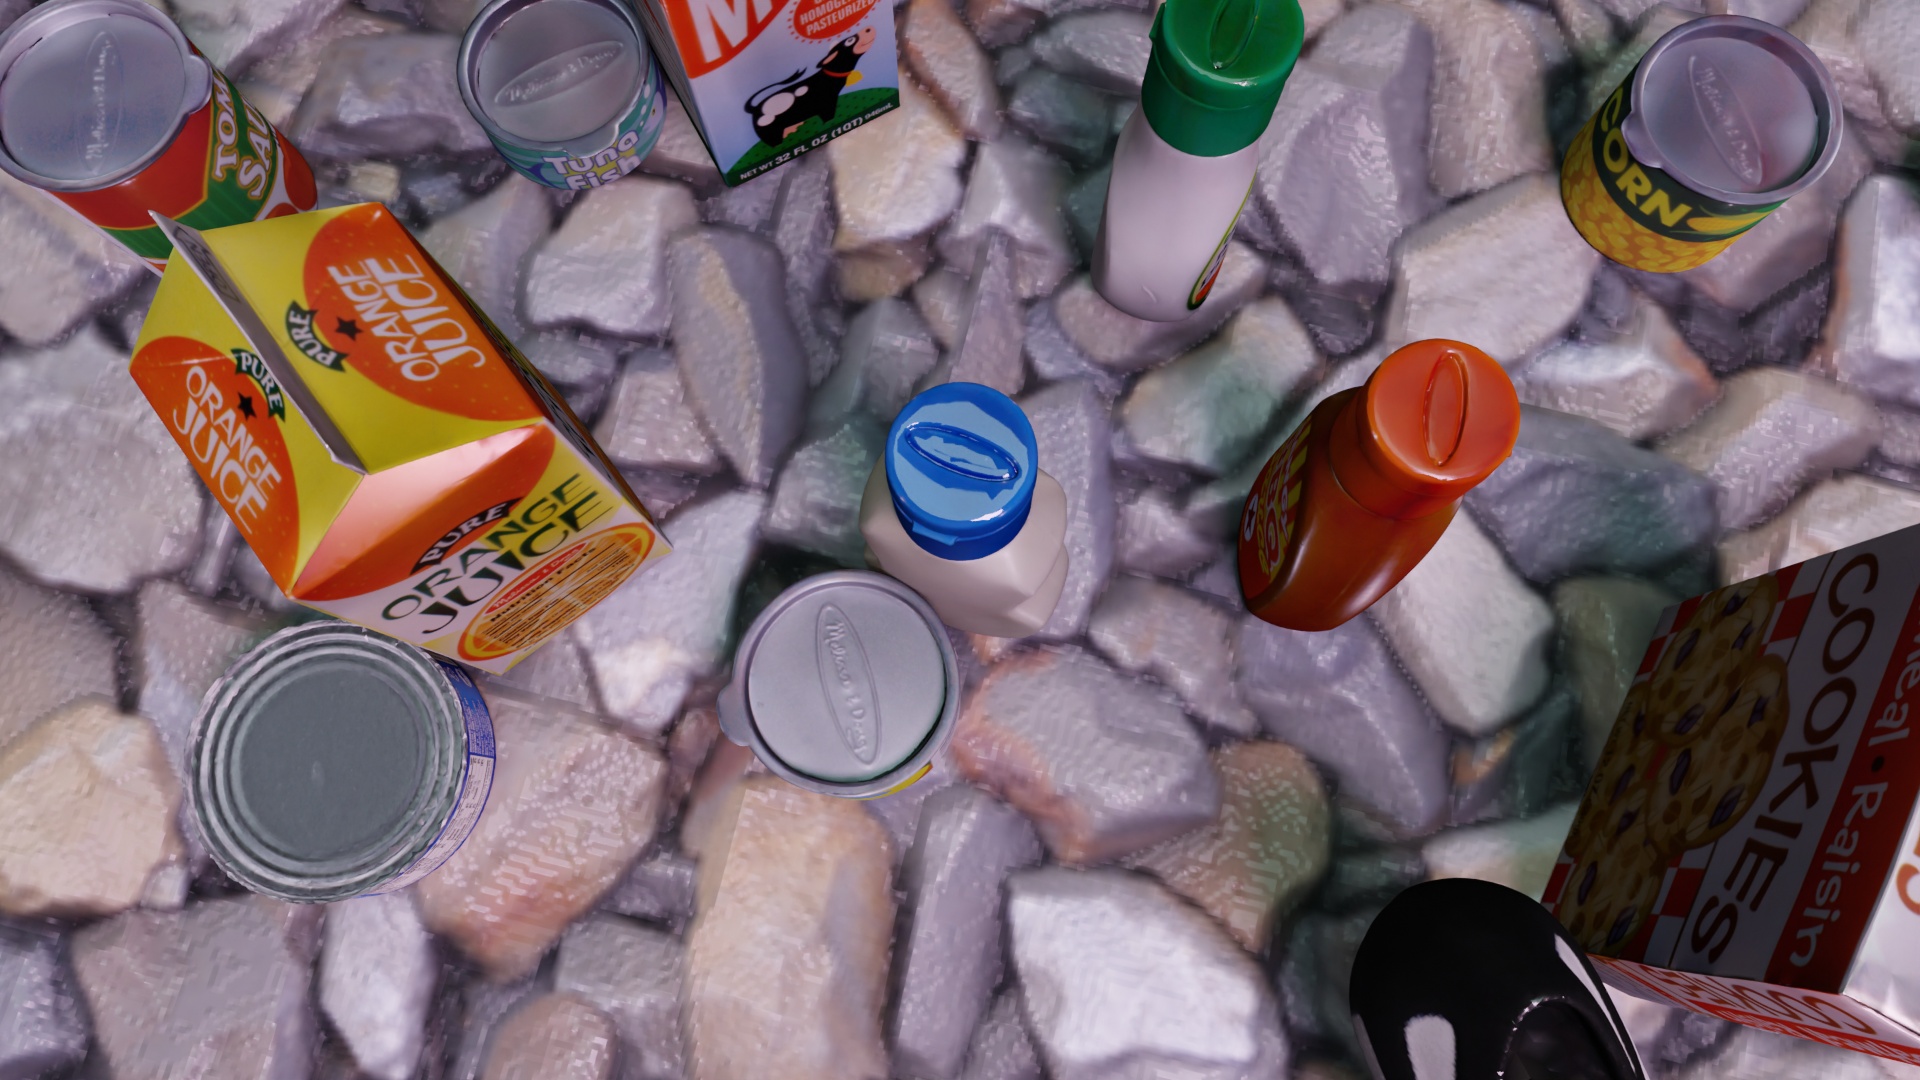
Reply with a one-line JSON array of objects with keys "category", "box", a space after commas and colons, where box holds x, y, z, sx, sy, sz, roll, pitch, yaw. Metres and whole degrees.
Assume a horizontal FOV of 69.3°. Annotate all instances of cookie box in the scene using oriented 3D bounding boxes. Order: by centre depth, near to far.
[{"category": "cookie box", "box": [0.222, 0.065, 0.366, 0.040, 0.167, 0.123, 28, 79, 6]}]

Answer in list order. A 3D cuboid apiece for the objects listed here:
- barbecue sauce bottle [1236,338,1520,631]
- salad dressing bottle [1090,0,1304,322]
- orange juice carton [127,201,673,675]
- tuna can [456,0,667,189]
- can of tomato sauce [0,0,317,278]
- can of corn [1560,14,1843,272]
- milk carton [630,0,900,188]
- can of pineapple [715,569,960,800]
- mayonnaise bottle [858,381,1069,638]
[{"category": "barbecue sauce bottle", "box": [0.114, -0.015, 0.394, 0.044, 0.148, 0.065, 11, 78, 3]}, {"category": "salad dressing bottle", "box": [0.068, -0.113, 0.417, 0.044, 0.147, 0.064, 20, 79, 5]}, {"category": "orange juice carton", "box": [-0.145, -0.022, 0.374, 0.073, 0.192, 0.072, -37, 80, -7]}, {"category": "tuna can", "box": [-0.137, -0.157, 0.487, 0.071, 0.032, 0.071, 0, 77, 0]}, {"category": "can of tomato sauce", "box": [-0.259, -0.127, 0.455, 0.071, 0.083, 0.071, 0, 78, 0]}, {"category": "can of corn", "box": [0.243, -0.130, 0.466, 0.071, 0.058, 0.071, 0, 77, 0]}, {"category": "milk carton", "box": [-0.068, -0.191, 0.413, 0.072, 0.190, 0.073, -28, 79, -5]}, {"category": "can of pineapple", "box": [-0.035, 0.046, 0.427, 0.071, 0.057, 0.071, 0, 77, 0]}, {"category": "mayonnaise bottle", "box": [0.001, -0.005, 0.393, 0.065, 0.148, 0.041, 21, 79, 5]}]
